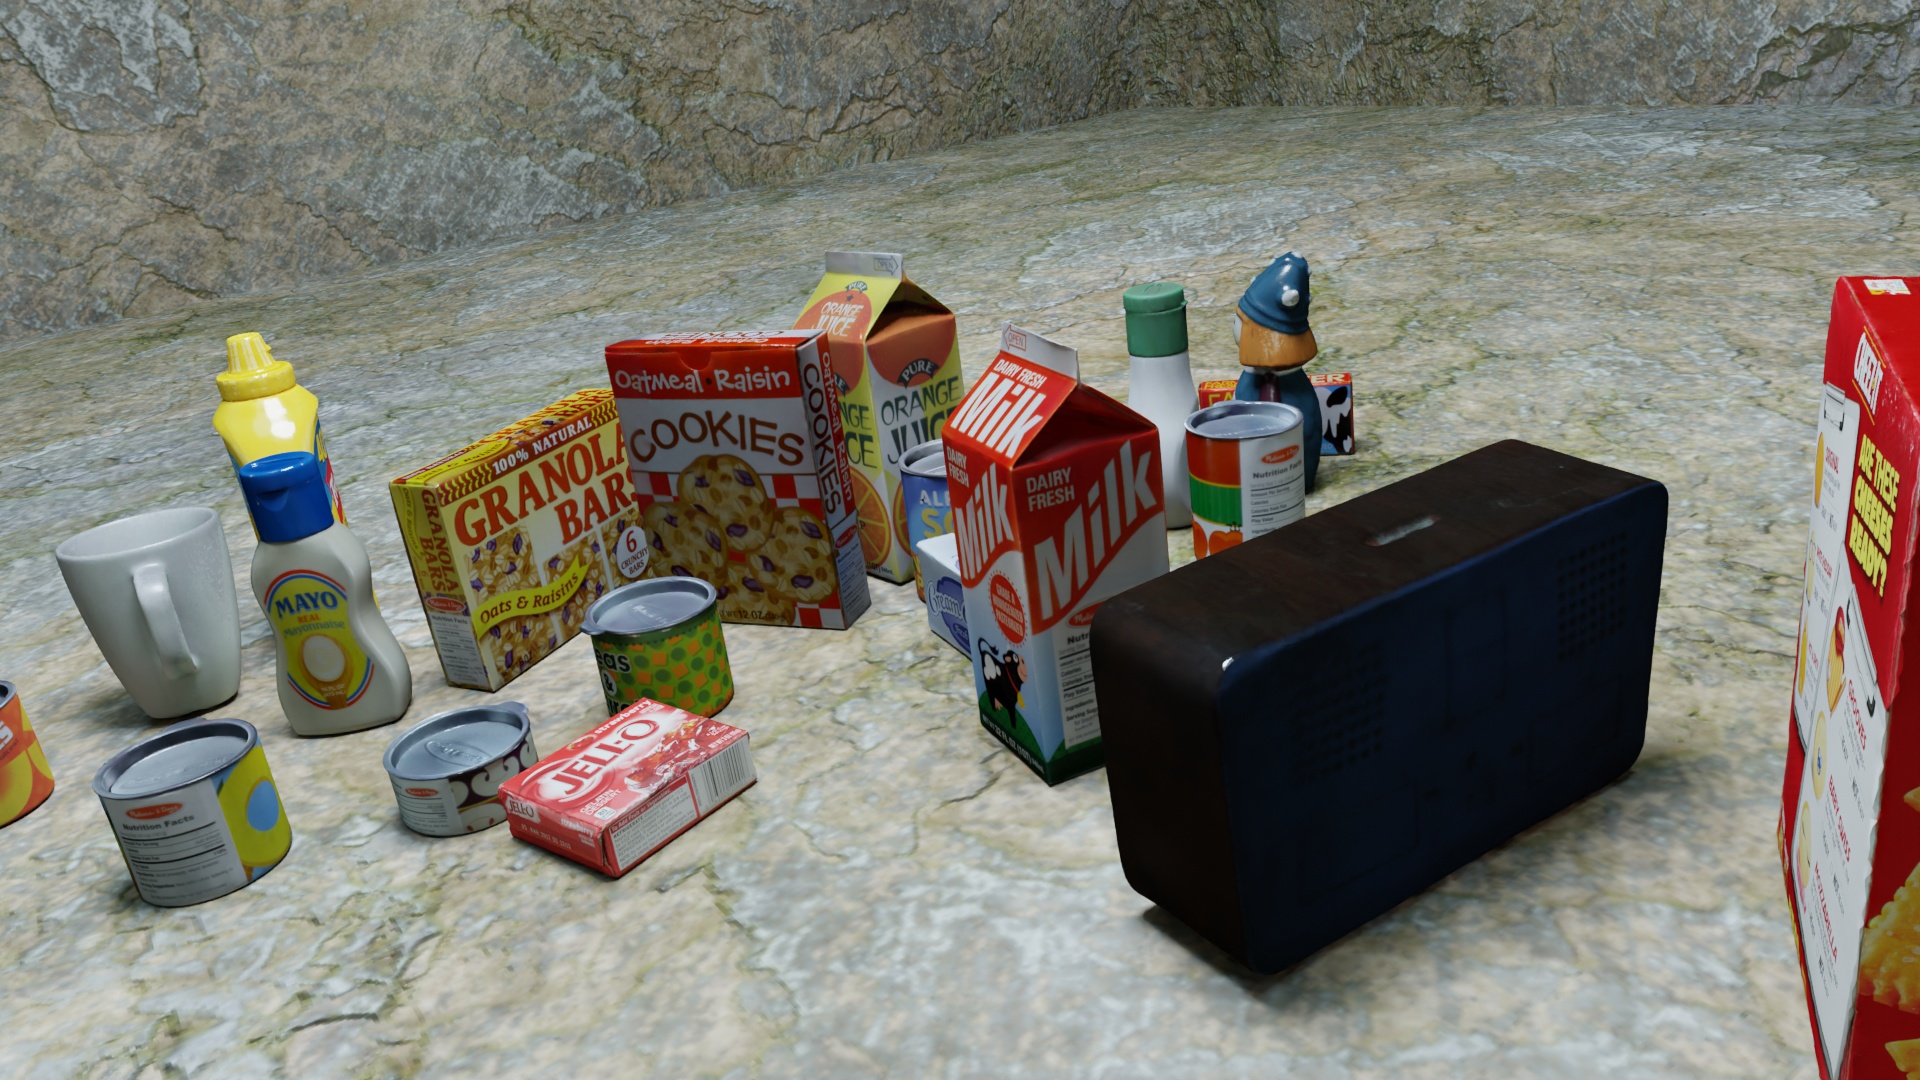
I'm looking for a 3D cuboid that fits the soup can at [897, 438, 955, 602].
[{"bbox_3d":[0.003,-0.010,0.798,0.071,0.083,0.071,-6,22,3],"label":"soup can"}]

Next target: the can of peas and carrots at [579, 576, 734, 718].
[{"bbox_3d":[-0.155,0.059,0.712,0.071,0.058,0.071,-6,22,3],"label":"can of peas and carrots"}]

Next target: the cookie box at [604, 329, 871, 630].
[{"bbox_3d":[-0.125,-0.034,0.787,0.123,0.166,0.040,2,23,22],"label":"cookie box"}]

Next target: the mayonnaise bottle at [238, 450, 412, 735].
[{"bbox_3d":[-0.337,0.028,0.727,0.065,0.147,0.041,-9,22,-4],"label":"mayonnaise bottle"}]

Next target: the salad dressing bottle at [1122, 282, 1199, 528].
[{"bbox_3d":[0.124,-0.082,0.852,0.044,0.147,0.064,1,23,20],"label":"salad dressing bottle"}]

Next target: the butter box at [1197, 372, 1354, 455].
[{"bbox_3d":[0.217,-0.085,0.955,0.103,0.053,0.024,-1,22,15],"label":"butter box"}]

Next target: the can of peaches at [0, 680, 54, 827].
[{"bbox_3d":[-0.499,0.111,0.695,0.071,0.057,0.071,-6,22,3],"label":"can of peaches"}]

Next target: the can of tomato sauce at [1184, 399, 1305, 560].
[{"bbox_3d":[0.164,-0.032,0.801,0.071,0.082,0.071,-6,22,3],"label":"can of tomato sauce"}]

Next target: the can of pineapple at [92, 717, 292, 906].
[{"bbox_3d":[-0.342,0.120,0.623,0.071,0.057,0.071,-6,22,3],"label":"can of pineapple"}]

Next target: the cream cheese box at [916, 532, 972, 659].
[{"bbox_3d":[0.012,0.036,0.722,0.024,0.053,0.104,-17,24,-23],"label":"cream cheese box"}]

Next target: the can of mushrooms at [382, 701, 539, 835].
[{"bbox_3d":[-0.231,0.106,0.654,0.071,0.033,0.071,-6,22,3],"label":"can of mushrooms"}]

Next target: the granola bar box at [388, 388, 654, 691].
[{"bbox_3d":[-0.246,-0.006,0.814,0.039,0.123,0.166,3,24,25],"label":"granola bar box"}]

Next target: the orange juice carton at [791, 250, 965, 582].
[{"bbox_3d":[-0.046,-0.079,0.839,0.073,0.191,0.072,-25,27,-37],"label":"orange juice carton"}]

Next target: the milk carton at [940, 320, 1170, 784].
[{"bbox_3d":[0.044,0.001,0.615,0.074,0.189,0.072,-16,23,-21],"label":"milk carton"}]
